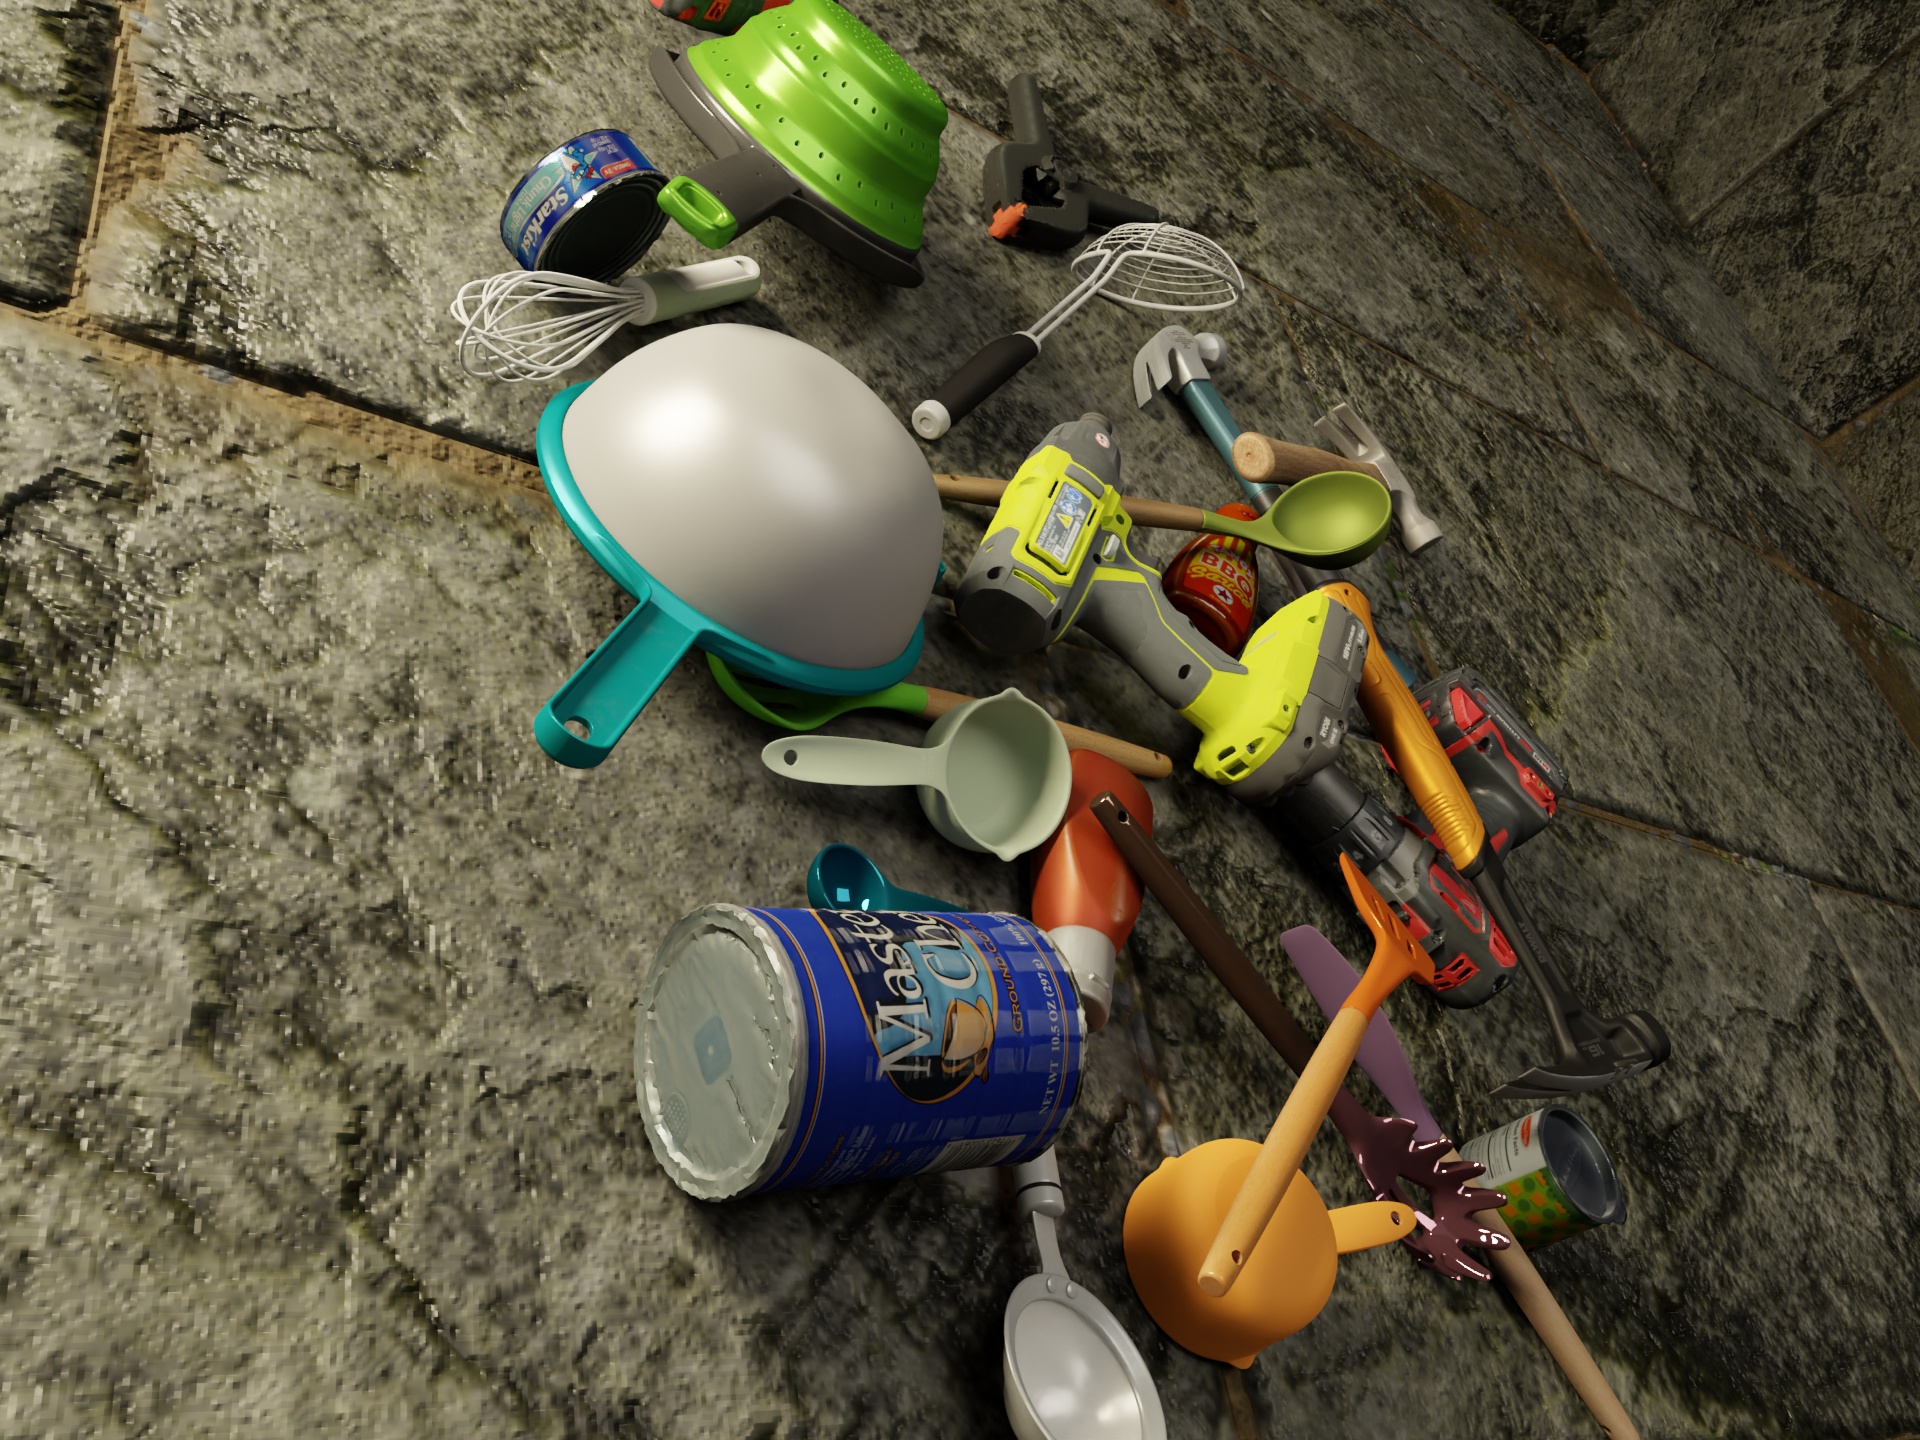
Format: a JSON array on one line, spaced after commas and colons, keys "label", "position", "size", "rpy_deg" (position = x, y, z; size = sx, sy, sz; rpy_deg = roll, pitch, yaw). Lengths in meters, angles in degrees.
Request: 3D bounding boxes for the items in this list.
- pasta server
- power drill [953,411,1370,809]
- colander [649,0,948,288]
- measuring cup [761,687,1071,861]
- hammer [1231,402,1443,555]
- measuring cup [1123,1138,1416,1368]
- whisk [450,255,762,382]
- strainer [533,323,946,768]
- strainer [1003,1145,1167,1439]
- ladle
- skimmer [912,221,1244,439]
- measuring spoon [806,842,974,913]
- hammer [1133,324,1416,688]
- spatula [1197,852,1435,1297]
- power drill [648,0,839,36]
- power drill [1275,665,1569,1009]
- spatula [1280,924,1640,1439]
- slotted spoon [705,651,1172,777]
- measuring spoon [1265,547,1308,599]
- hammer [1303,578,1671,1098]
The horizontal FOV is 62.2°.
[{"label": "pasta server", "position": [0.167, 0.157, 0.790], "size": [0.316, 0.040, 0.060], "rpy_deg": [51, 59, -11]}, {"label": "power drill", "position": [0.118, -0.067, 0.902], "size": [0.223, 0.080, 0.171], "rpy_deg": [35, 52, -12]}, {"label": "colander", "position": [-0.082, -0.327, 0.871], "size": [0.204, 0.094, 0.397], "rpy_deg": [39, 22, -12]}, {"label": "measuring cup", "position": [-0.024, 0.023, 0.746], "size": [0.167, 0.038, 0.083], "rpy_deg": [6, 83, -33]}, {"label": "hammer", "position": [0.275, -0.188, 1.190], "size": [0.331, 0.031, 0.130], "rpy_deg": [-7, 65, -59]}, {"label": "measuring cup", "position": [0.157, 0.229, 0.718], "size": [0.173, 0.052, 0.095], "rpy_deg": [1, 56, -31]}, {"label": "whisk", "position": [-0.170, -0.214, 0.812], "size": [0.058, 0.059, 0.246], "rpy_deg": [40, 32, 6]}, {"label": "strainer", "position": [-0.092, -0.089, 0.687], "size": [0.211, 0.095, 0.341], "rpy_deg": [37, 26, -9]}, {"label": "strainer", "position": [0.034, 0.206, 0.651], "size": [0.086, 0.050, 0.259], "rpy_deg": [31, 34, -35]}, {"label": "ladle", "position": [0.129, -0.137, 0.982], "size": [0.320, 0.062, 0.078], "rpy_deg": [4, 37, -26]}, {"label": "skimmer", "position": [0.078, -0.252, 1.080], "size": [0.363, 0.127, 0.090], "rpy_deg": [-48, 137, -41]}, {"label": "measuring spoon", "position": [-0.023, 0.091, 0.719], "size": [0.128, 0.021, 0.042], "rpy_deg": [27, 41, -39]}, {"label": "hammer", "position": [0.232, -0.154, 1.164], "size": [0.128, 0.033, 0.331], "rpy_deg": [-12, 67, -50]}, {"label": "spatula", "position": [0.171, 0.158, 0.747], "size": [0.081, 0.041, 0.322], "rpy_deg": [51, 39, 0]}, {"label": "power drill", "position": [-0.177, -0.508, 1.004], "size": [0.143, 0.078, 0.220], "rpy_deg": [-15, 58, -50]}, {"label": "power drill", "position": [0.290, 0.053, 1.009], "size": [0.188, 0.080, 0.227], "rpy_deg": [46, 40, -2]}, {"label": "spatula", "position": [0.266, 0.245, 0.845], "size": [0.018, 0.059, 0.316], "rpy_deg": [-30, 84, -21]}, {"label": "slotted spoon", "position": [-0.001, -0.003, 0.810], "size": [0.313, 0.031, 0.070], "rpy_deg": [14, 49, -39]}, {"label": "measuring spoon", "position": [0.225, -0.085, 1.084], "size": [0.124, 0.018, 0.034], "rpy_deg": [54, 32, -24]}, {"label": "hammer", "position": [0.280, 0.056, 0.923], "size": [0.127, 0.034, 0.337], "rpy_deg": [-2, 57, -35]}]
